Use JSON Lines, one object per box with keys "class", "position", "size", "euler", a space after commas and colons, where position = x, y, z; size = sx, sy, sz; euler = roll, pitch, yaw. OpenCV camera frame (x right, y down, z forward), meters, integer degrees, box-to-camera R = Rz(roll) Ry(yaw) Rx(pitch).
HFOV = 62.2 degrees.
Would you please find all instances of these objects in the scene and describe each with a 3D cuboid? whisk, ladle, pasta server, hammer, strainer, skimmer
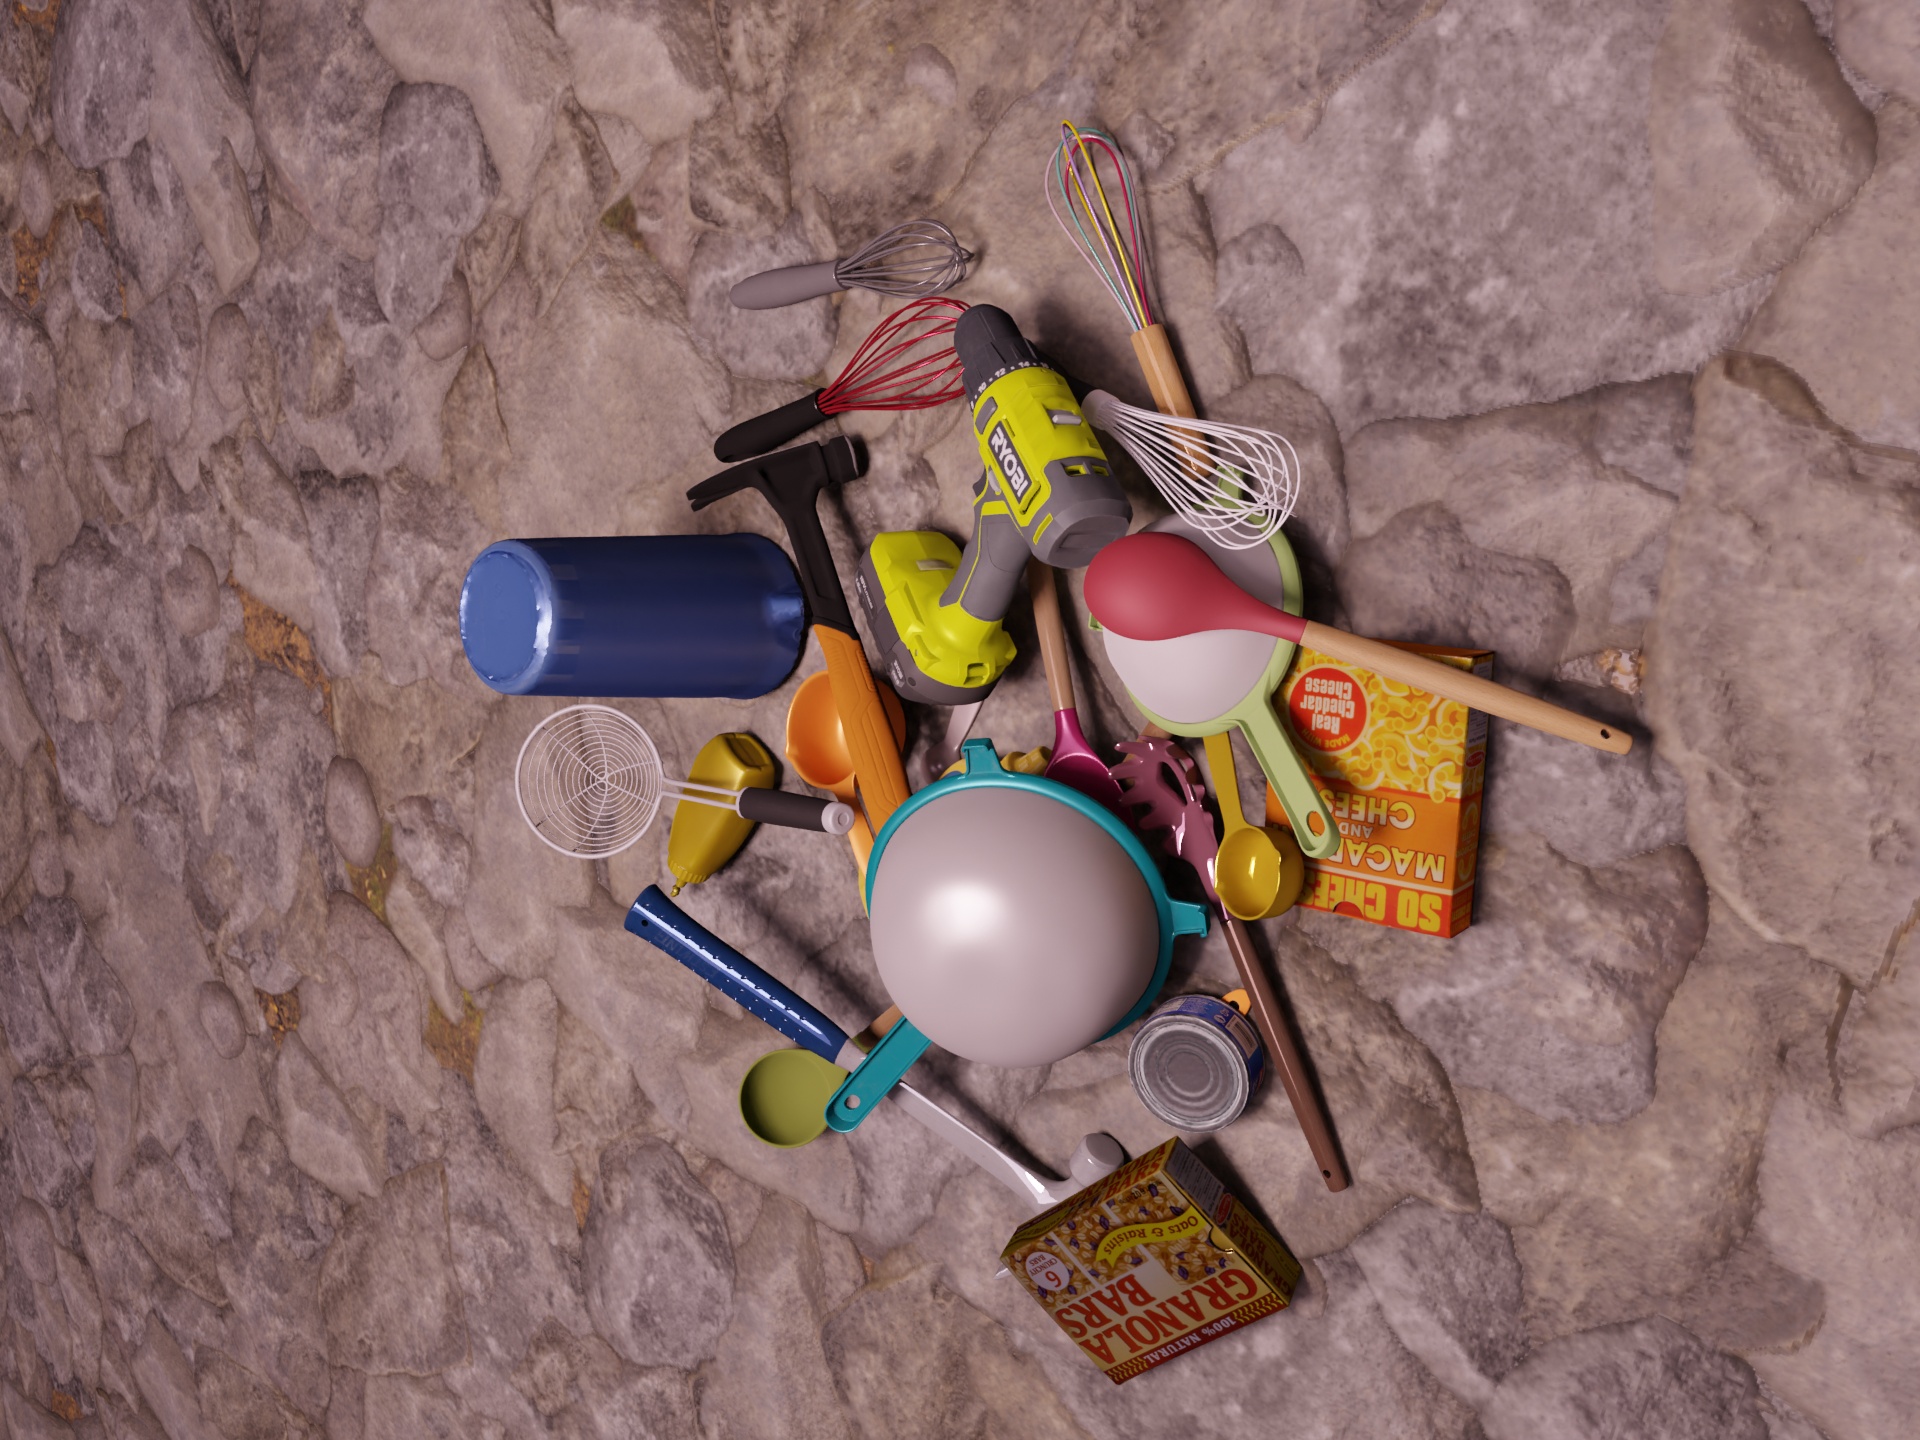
{"class": "whisk", "position": [-0.086, -0.319, 1.146], "size": [0.239, 0.055, 0.055], "euler": [3, 99, 42]}
{"class": "ladle", "position": [-0.063, 0.234, 1.199], "size": [0.320, 0.062, 0.078], "euler": [-43, 75, 36]}
{"class": "pasta server", "position": [0.178, 0.154, 1.014], "size": [0.060, 0.040, 0.316], "euler": [-24, 87, 47]}
{"class": "whisk", "position": [0.108, -0.183, 0.985], "size": [0.285, 0.070, 0.070], "euler": [41, 121, 45]}
{"class": "whisk", "position": [-0.085, -0.236, 1.152], "size": [0.296, 0.073, 0.073], "euler": [-14, 89, 43]}
{"class": "ladle", "position": [0.217, -0.039, 0.893], "size": [0.315, 0.031, 0.069], "euler": [20, 79, 13]}
{"class": "hammer", "position": [-0.081, 0.255, 1.177], "size": [0.405, 0.035, 0.144], "euler": [33, 117, 11]}
{"class": "whisk", "position": [0.111, -0.268, 1.012], "size": [0.047, 0.051, 0.245], "euler": [-24, 86, 58]}
{"class": "strainer", "position": [-0.010, 0.188, 1.043], "size": [0.211, 0.095, 0.340], "euler": [38, 119, -1]}
{"class": "hammer", "position": [-0.089, -0.039, 1.128], "size": [0.127, 0.034, 0.337], "euler": [-18, 74, -6]}
{"class": "skimmer", "position": [-0.219, 0.057, 1.206], "size": [0.363, 0.090, 0.127], "euler": [5, 91, 50]}
{"class": "strainer", "position": [0.148, -0.027, 0.949], "size": [0.151, 0.069, 0.257], "euler": [-48, 48, 34]}

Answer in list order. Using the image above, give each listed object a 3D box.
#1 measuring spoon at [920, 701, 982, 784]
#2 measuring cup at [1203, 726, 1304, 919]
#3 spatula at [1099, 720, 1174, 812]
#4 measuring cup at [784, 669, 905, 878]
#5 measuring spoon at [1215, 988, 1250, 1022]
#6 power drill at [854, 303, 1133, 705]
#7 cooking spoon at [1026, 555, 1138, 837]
{"class": "measuring spoon", "position": [-0.002, -0.004, 1.149], "size": [0.034, 0.018, 0.124], "euler": [35, 116, 28]}
{"class": "measuring cup", "position": [0.175, 0.047, 0.980], "size": [0.062, 0.029, 0.157], "euler": [-40, 52, 49]}
{"class": "spatula", "position": [0.104, 0.059, 1.077], "size": [0.082, 0.044, 0.317], "euler": [42, 115, 25]}
{"class": "measuring cup", "position": [-0.069, 0.046, 1.173], "size": [0.095, 0.052, 0.174], "euler": [-31, 70, 36]}
{"class": "measuring spoon", "position": [0.156, 0.218, 1.067], "size": [0.021, 0.011, 0.117], "euler": [50, 123, 20]}
{"class": "power drill", "position": [0.012, -0.136, 1.038], "size": [0.228, 0.080, 0.191], "euler": [-56, 48, 46]}
{"class": "cooking spoon", "position": [0.066, -0.032, 1.068], "size": [0.069, 0.017, 0.319], "euler": [-14, 81, 23]}
